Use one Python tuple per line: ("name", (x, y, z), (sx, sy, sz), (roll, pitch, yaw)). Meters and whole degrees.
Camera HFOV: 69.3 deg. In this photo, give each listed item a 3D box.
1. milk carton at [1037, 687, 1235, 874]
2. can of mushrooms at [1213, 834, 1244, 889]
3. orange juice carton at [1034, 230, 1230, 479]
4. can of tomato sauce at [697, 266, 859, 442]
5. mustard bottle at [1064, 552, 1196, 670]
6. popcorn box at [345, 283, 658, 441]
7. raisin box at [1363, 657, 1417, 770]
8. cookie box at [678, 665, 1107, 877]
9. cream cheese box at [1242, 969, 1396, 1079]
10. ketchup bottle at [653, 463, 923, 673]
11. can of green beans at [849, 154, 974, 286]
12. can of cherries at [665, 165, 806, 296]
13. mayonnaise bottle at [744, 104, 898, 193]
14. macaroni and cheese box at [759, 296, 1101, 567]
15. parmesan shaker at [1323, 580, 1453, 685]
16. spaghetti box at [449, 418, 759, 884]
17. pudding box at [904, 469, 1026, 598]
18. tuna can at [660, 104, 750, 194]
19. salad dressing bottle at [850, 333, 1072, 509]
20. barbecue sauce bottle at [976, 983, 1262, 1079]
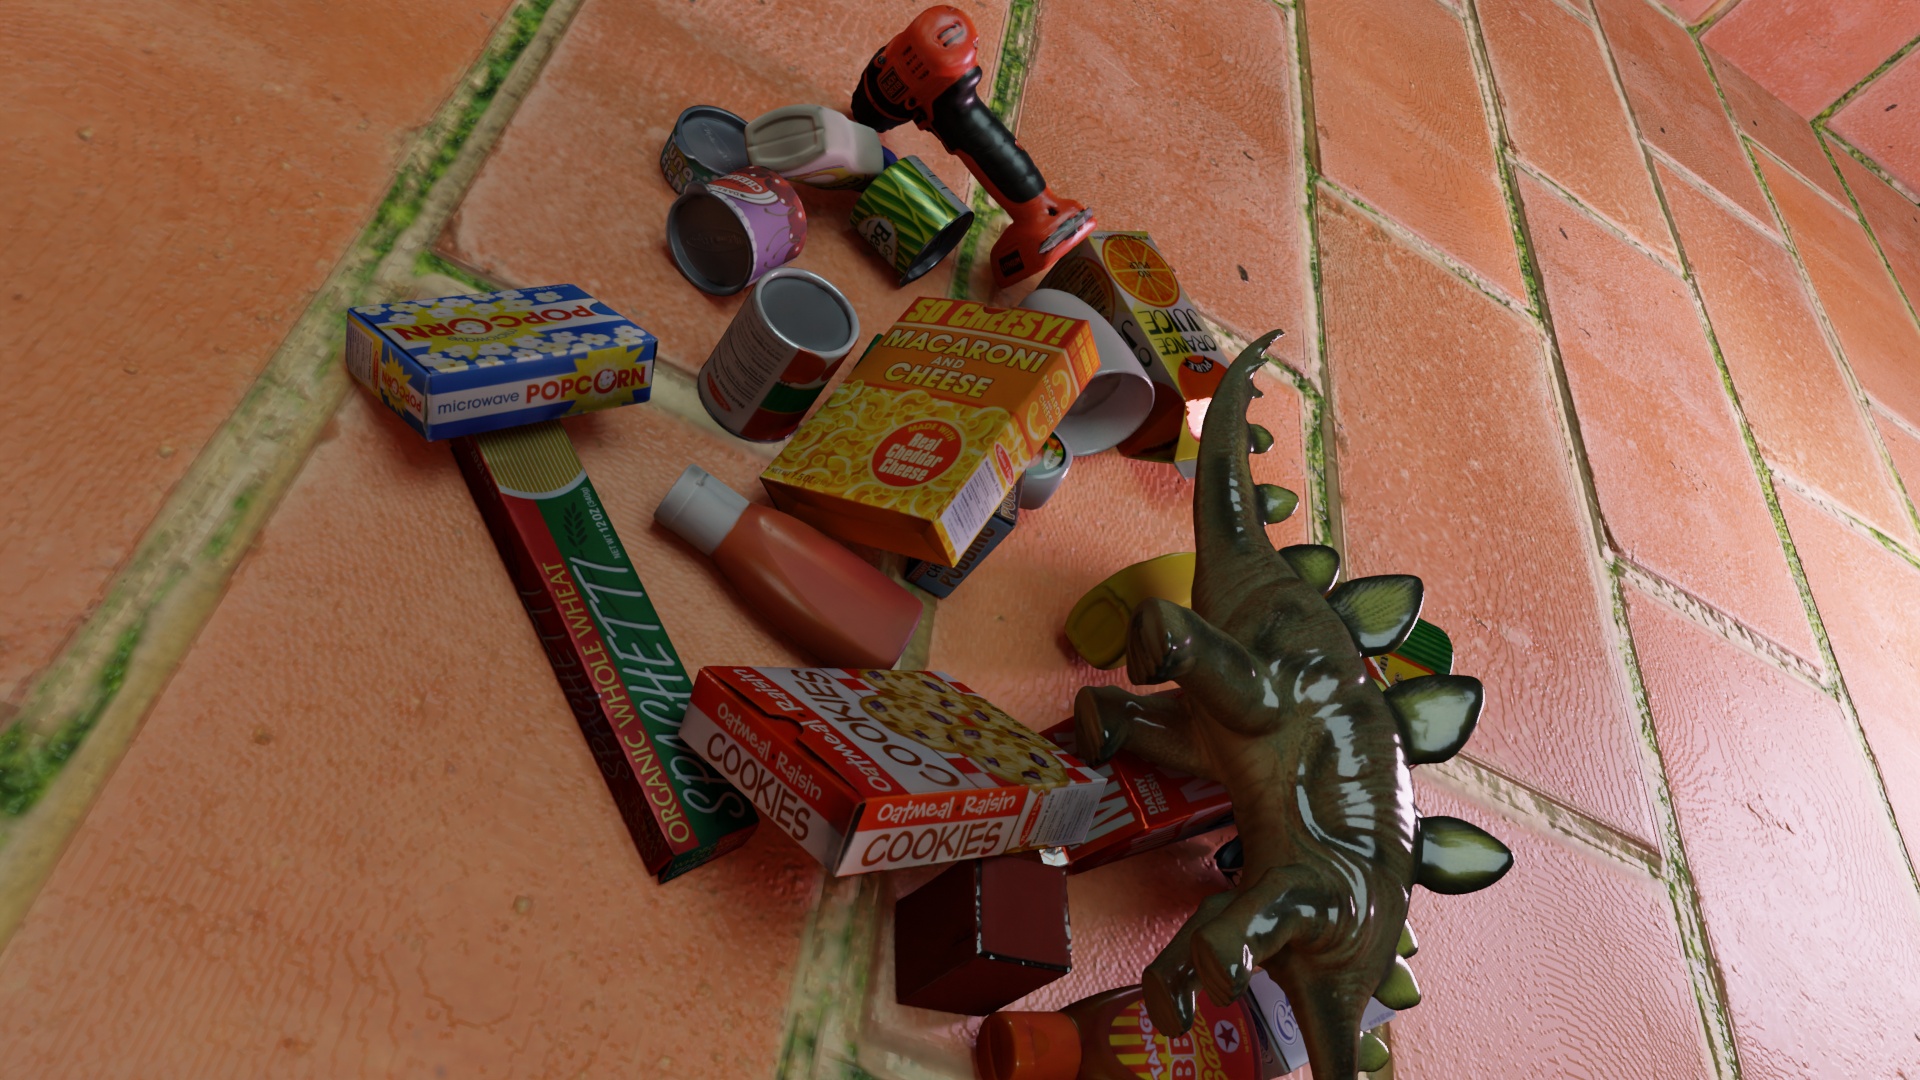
("milk carton", (0.106, 0.131, 0.778), (0.191, 0.073, 0.072), (-5, 62, -38))
("can of mushrooms", (0.182, 0.184, 0.799), (0.071, 0.070, 0.033), (-35, 92, -46))
("orange juice carton", (0.137, -0.127, 1.001), (0.072, 0.072, 0.193), (-10, 65, -41))
("can of tomato sauce", (-0.104, -0.108, 0.802), (0.071, 0.082, 0.071), (19, 49, -23))
("mustard bottle", (0.134, 0.037, 0.880), (0.161, 0.065, 0.049), (-16, 64, -47))
("popcorn box", (-0.232, -0.094, 0.705), (0.127, 0.038, 0.085), (-18, 39, -43))
("raisin box", (0.220, 0.118, 0.834), (0.040, 0.122, 0.086), (-21, 69, -18))
("cookie box", (-0.029, 0.102, 0.656), (0.167, 0.040, 0.123), (7, 17, -48))
("cream cheese box", (0.197, 0.260, 0.780), (0.104, 0.024, 0.053), (-6, 61, -39))
("ketchup bottle", (-0.093, 0.015, 0.744), (0.149, 0.043, 0.065), (36, 36, -7))
("can of green beans", (-0.034, -0.221, 0.954), (0.058, 0.071, 0.071), (46, 43, 3))
("can of cherries", (-0.137, -0.193, 0.854), (0.071, 0.071, 0.059), (45, 43, 2))
("mayonnaise bottle", (-0.083, -0.256, 0.925), (0.148, 0.065, 0.041), (-16, 98, -69))
("macaroni and cheese box", (-0.014, -0.068, 0.784), (0.124, 0.040, 0.167), (14, 54, 34))
("parmesan shaker", (0.280, 0.070, 0.954), (0.103, 0.071, 0.072), (23, 47, -21))
("spaghetti box", (-0.175, 0.043, 0.674), (0.050, 0.028, 0.250), (-15, 67, -41))
("pudding box", (0.003, -0.010, 0.804), (0.030, 0.083, 0.050), (28, 46, -16))
("tuna can", (-0.161, -0.248, 0.905), (0.071, 0.032, 0.071), (20, 48, -23))
("salad dressing bottle", (-0.001, -0.076, 0.882), (0.147, 0.043, 0.064), (32, 52, -9))
("barbecue sauce bottle", (0.079, 0.252, 0.687), (0.149, 0.043, 0.065), (11, 54, -29))
